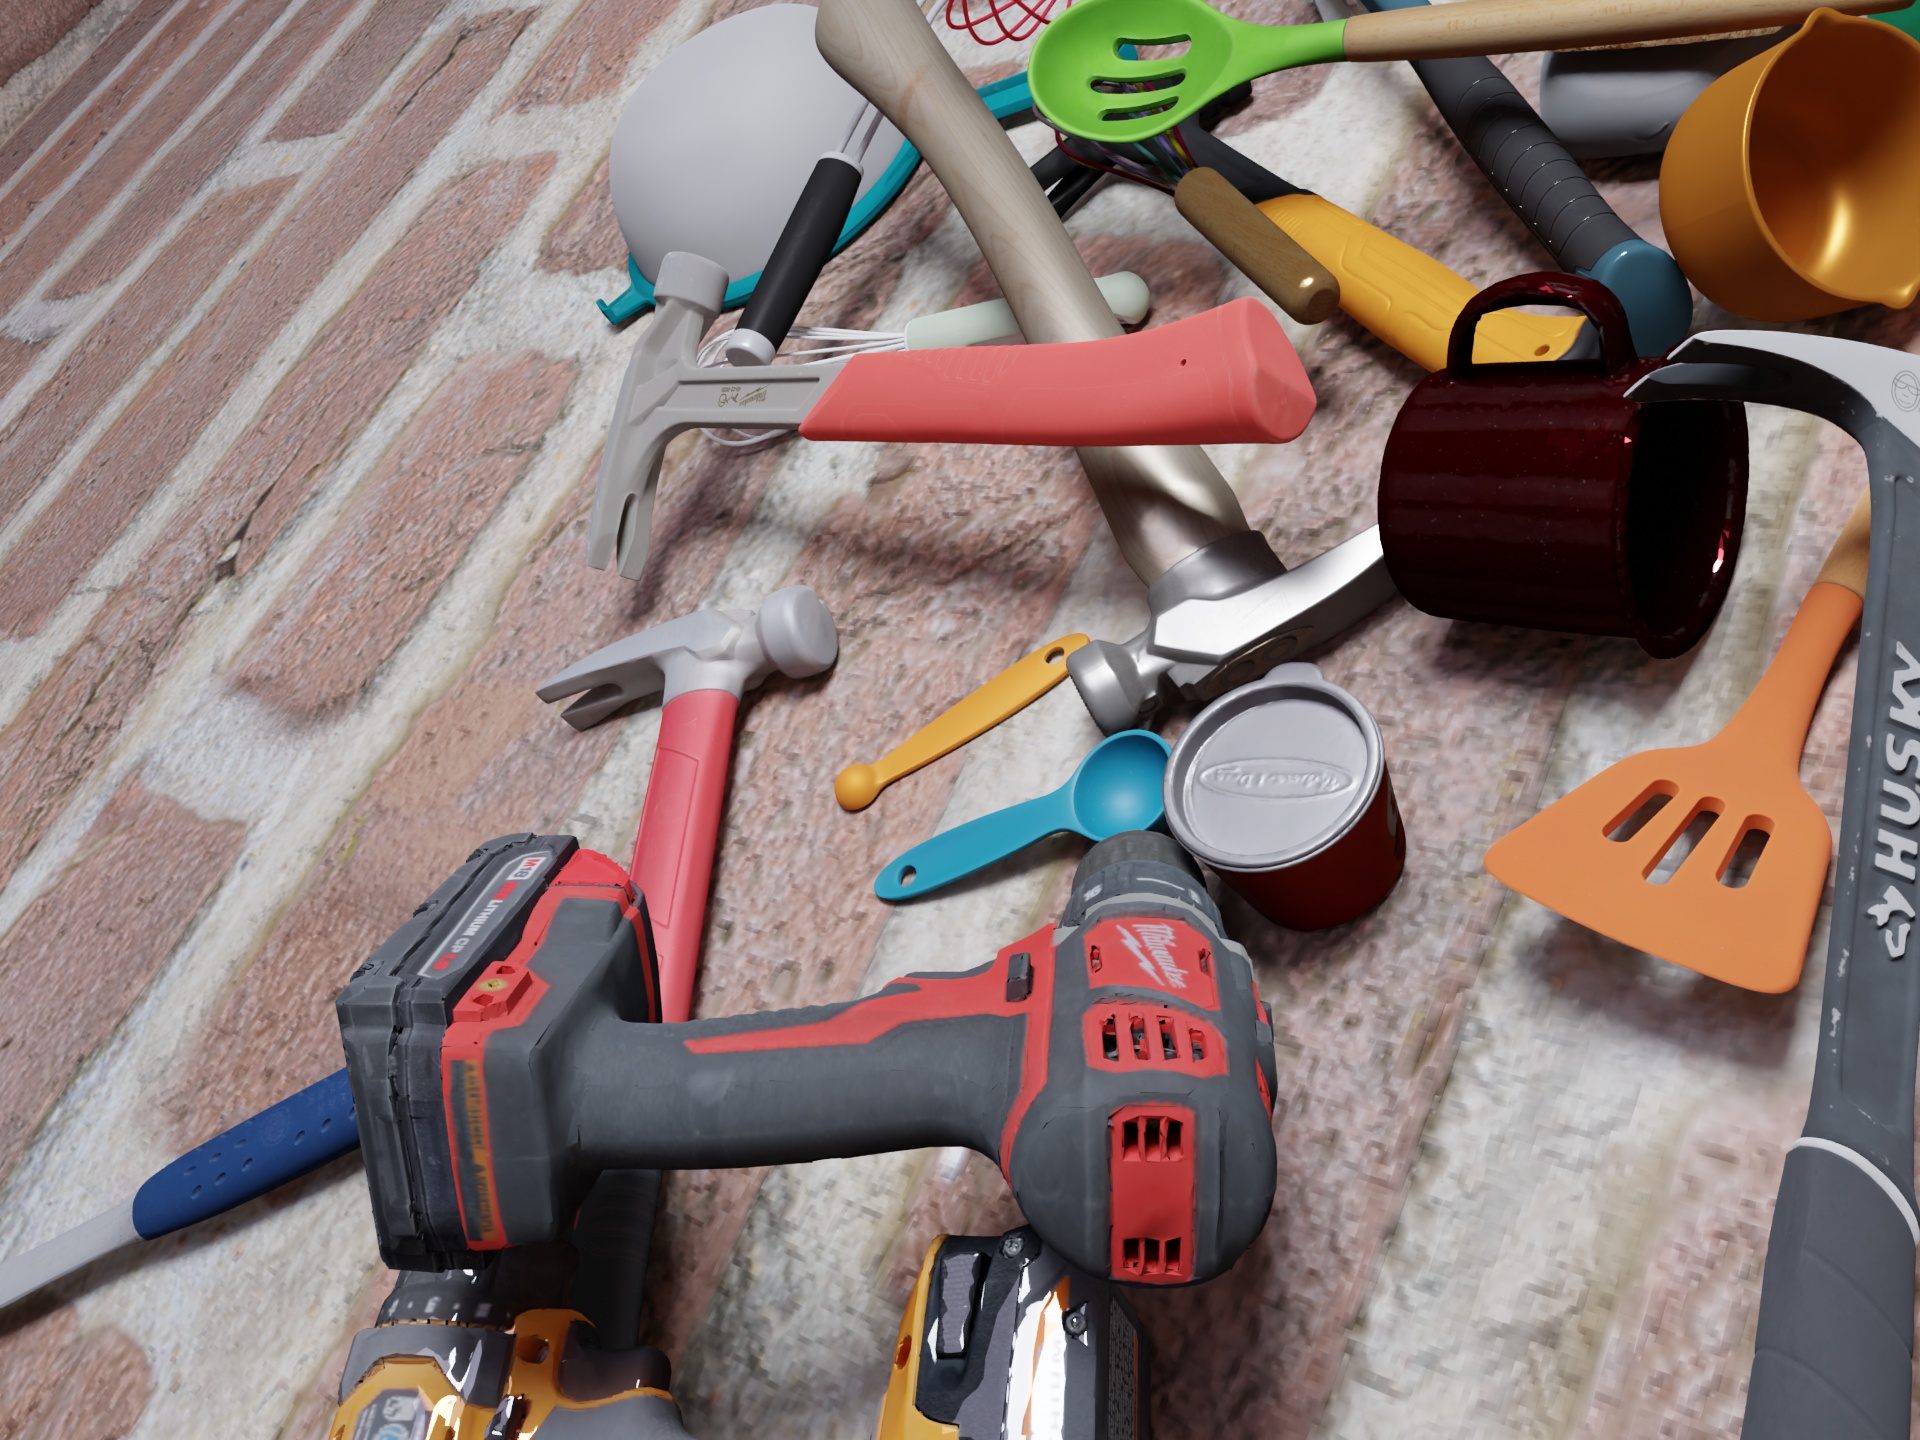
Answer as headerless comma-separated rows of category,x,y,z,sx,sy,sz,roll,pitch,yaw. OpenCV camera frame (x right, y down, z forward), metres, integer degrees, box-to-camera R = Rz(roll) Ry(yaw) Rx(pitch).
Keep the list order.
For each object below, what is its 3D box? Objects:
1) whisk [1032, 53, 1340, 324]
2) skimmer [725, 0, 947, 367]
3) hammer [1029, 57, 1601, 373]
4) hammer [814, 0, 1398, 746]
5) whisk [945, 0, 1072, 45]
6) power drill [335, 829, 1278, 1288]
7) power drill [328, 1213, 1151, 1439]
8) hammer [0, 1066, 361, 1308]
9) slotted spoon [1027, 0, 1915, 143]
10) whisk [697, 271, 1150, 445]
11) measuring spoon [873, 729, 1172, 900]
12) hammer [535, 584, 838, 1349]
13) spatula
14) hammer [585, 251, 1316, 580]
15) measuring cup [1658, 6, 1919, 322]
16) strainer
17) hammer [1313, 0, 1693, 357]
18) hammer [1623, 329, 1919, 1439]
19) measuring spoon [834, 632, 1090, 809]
whisk,0.089,-0.225,0.662,0.047,0.051,0.245,-48,43,19
skimmer,-0.042,-0.336,0.777,0.127,0.090,0.363,16,68,15
hammer,0.137,-0.195,0.652,0.127,0.034,0.337,-36,42,2
hammer,0.039,-0.188,0.645,0.146,0.038,0.411,-30,60,8
whisk,0.047,-0.354,0.748,0.073,0.073,0.296,-15,16,24
power drill,-0.029,0.078,0.442,0.226,0.080,0.188,-1,18,6
power drill,-0.066,0.183,0.431,0.226,0.084,0.186,-7,52,16
hammer,-0.340,0.210,0.650,0.405,0.035,0.144,-28,45,12
slotted spoon,0.166,-0.247,0.577,0.314,0.031,0.070,9,81,33
whisk,-0.027,-0.175,0.752,0.246,0.057,0.059,-6,87,26
measuring spoon,0.025,0.042,0.561,0.128,0.021,0.042,-24,49,28
hammer,-0.129,0.117,0.583,0.143,0.038,0.387,-17,48,24
spatula,0.265,-0.059,0.459,0.081,0.041,0.323,25,71,36
hammer,-0.027,-0.116,0.612,0.359,0.036,0.149,12,87,45
measuring cup,0.309,-0.188,0.525,0.173,0.095,0.052,-22,6,-15
strainer,-0.073,-0.347,0.880,0.340,0.095,0.211,-7,52,31
hammer,0.192,-0.263,0.634,0.033,0.128,0.331,-29,54,14
hammer,0.198,0.084,0.355,0.149,0.036,0.409,21,68,-4
measuring spoon,-0.001,-0.002,0.612,0.117,0.011,0.021,-33,44,7
